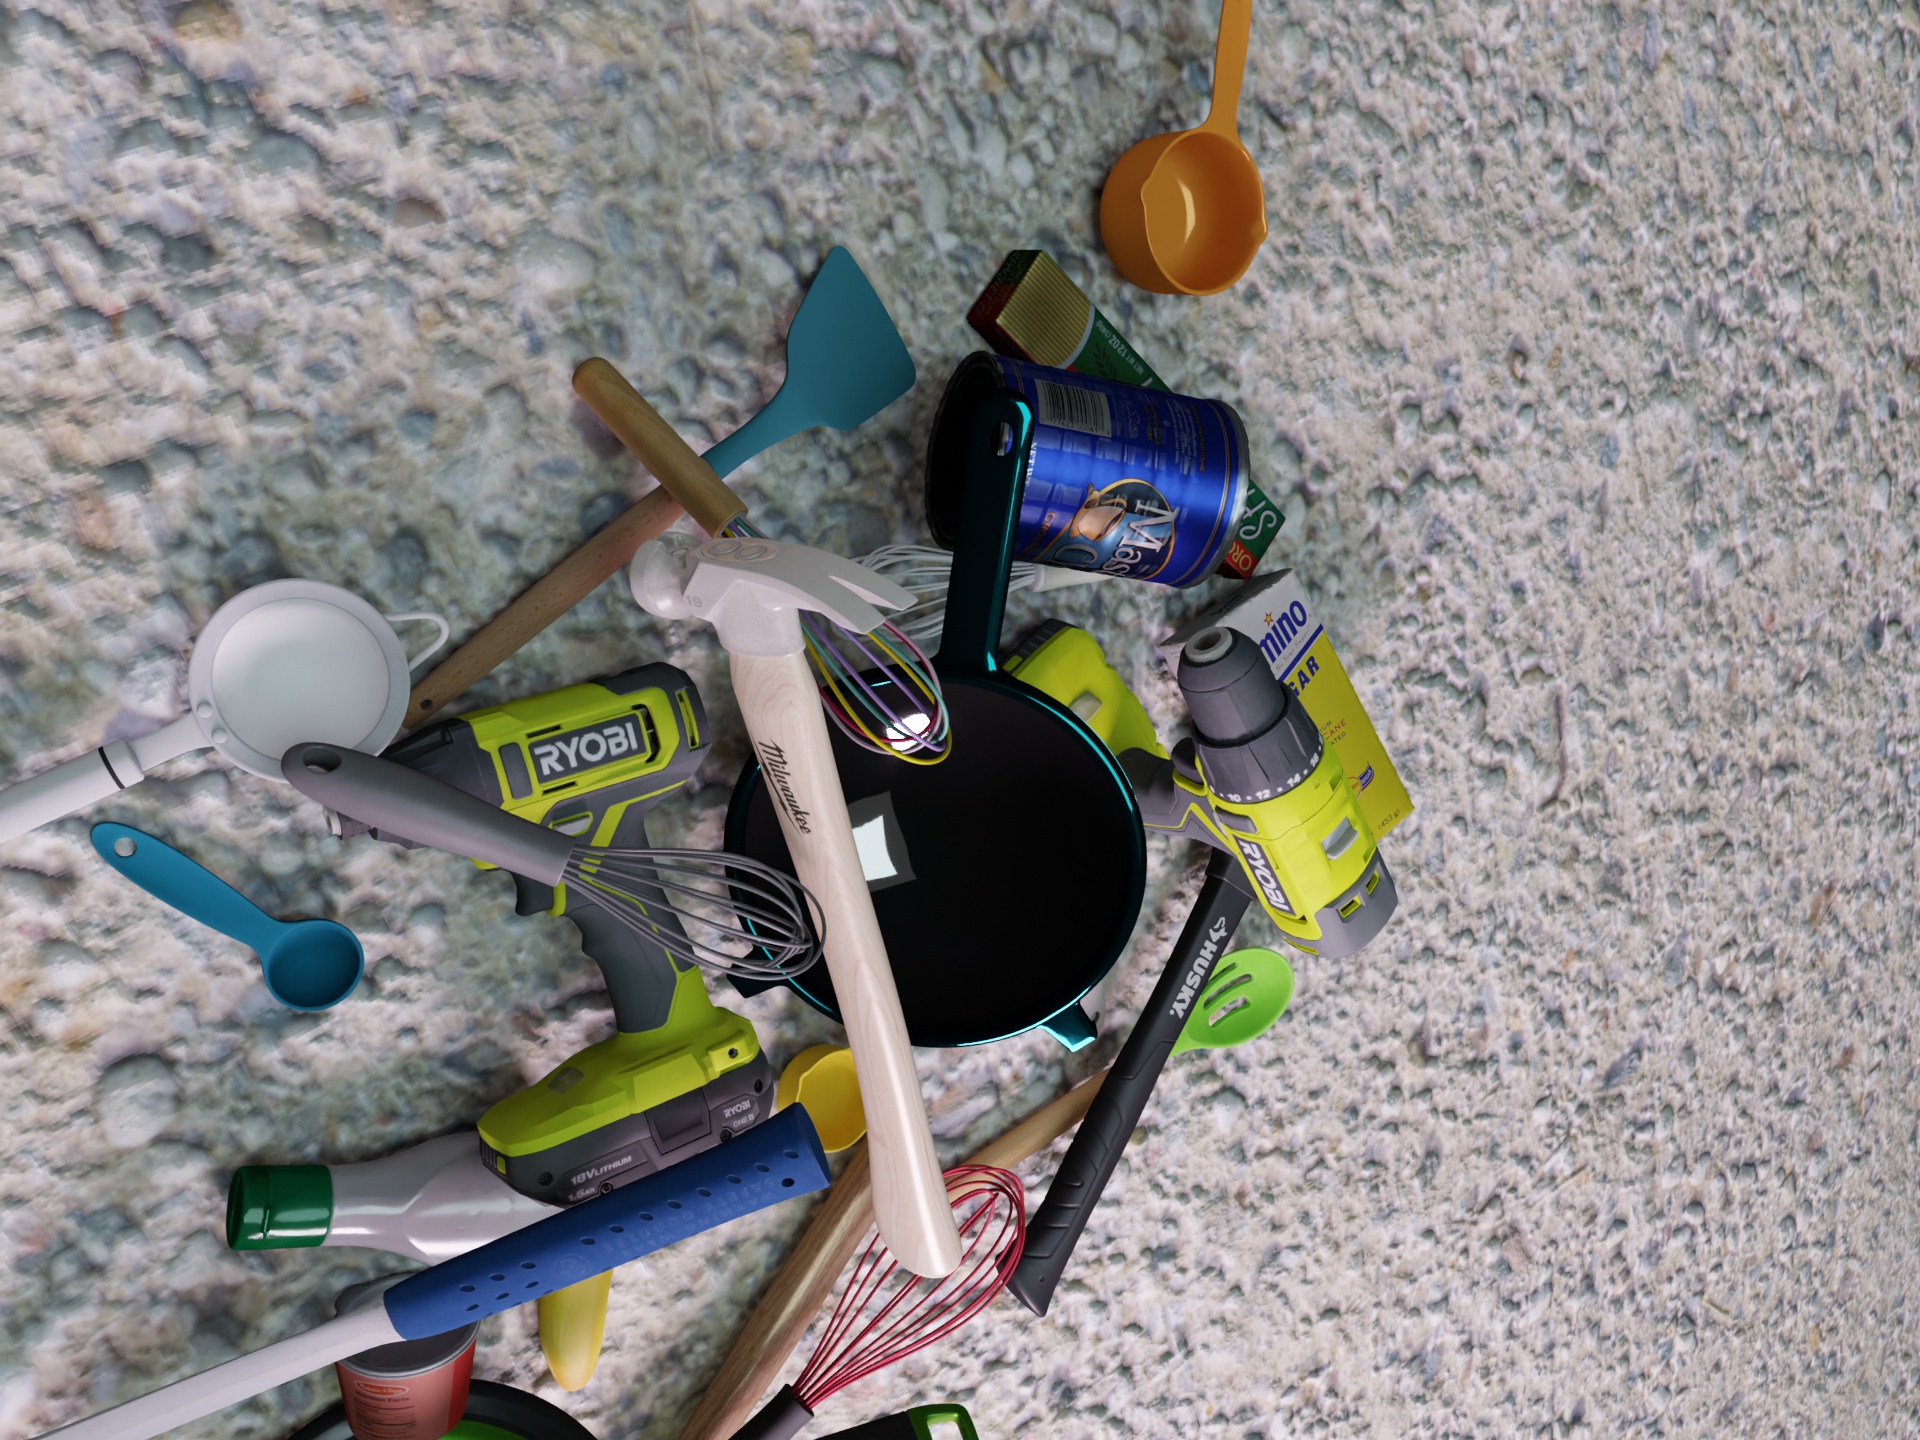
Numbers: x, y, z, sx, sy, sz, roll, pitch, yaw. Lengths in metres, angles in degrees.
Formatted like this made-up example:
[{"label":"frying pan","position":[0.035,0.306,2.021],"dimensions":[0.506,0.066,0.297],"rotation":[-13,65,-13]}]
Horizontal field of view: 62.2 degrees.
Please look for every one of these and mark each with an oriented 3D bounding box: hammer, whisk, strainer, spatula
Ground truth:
[{"label":"hammer","position":[-0.044,0.109,0.744],"dimensions":[0.038,0.146,0.410],"rotation":[-35,125,-37]},{"label":"whisk","position":[0.032,-0.081,0.880],"dimensions":[0.246,0.058,0.059],"rotation":[-13,144,-35]},{"label":"whisk","position":[-0.073,0.358,0.870],"dimensions":[0.296,0.073,0.073],"rotation":[-43,122,-12]},{"label":"strainer","position":[-0.001,-0.003,0.804],"dimensions":[0.211,0.095,0.340],"rotation":[9,110,1]},{"label":"hammer","position":[0.118,0.209,0.986],"dimensions":[0.146,0.035,0.335],"rotation":[34,78,-23]},{"label":"hammer","position":[-0.120,0.370,0.892],"dimensions":[0.129,0.031,0.331],"rotation":[41,77,-34]},{"label":"strainer","position":[-0.334,0.012,0.648],"dimensions":[0.258,0.050,0.086],"rotation":[-28,106,-20]},{"label":"hammer","position":[-0.249,0.262,0.681],"dimensions":[0.405,0.035,0.144],"rotation":[-21,118,-3]},{"label":"spatula","position":[-0.143,-0.105,0.763],"dimensions":[0.317,0.044,0.082],"rotation":[-42,122,-14]},{"label":"whisk","position":[-0.090,-0.073,0.718],"dimensions":[0.047,0.051,0.245],"rotation":[-41,86,-24]},{"label":"whisk","position":[-0.169,0.057,0.678],"dimensions":[0.239,0.055,0.055],"rotation":[22,89,-14]}]

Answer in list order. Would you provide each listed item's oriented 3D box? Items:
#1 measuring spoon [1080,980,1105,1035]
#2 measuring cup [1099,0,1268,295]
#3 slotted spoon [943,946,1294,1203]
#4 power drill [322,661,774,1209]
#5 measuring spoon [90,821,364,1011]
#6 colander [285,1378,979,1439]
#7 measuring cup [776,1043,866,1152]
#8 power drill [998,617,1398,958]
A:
[{"label":"measuring spoon","position":[0.081,0.144,0.982],"dimensions":[0.034,0.018,0.124],"rotation":[-21,114,-29]},{"label":"measuring cup","position":[0.126,-0.321,0.876],"dimensions":[0.095,0.052,0.173],"rotation":[4,98,-35]},{"label":"slotted spoon","position":[0.087,0.232,1.005],"dimensions":[0.314,0.031,0.070],"rotation":[-28,114,-24]},{"label":"power drill","position":[-0.183,0.100,0.737],"dimensions":[0.171,0.080,0.223],"rotation":[-18,98,-31]},{"label":"measuring spoon","position":[-0.319,0.081,0.694],"dimensions":[0.128,0.021,0.042],"rotation":[41,78,-25]},{"label":"colander","position":[-0.179,0.421,0.783],"dimensions":[0.397,0.205,0.094],"rotation":[-6,137,-24]},{"label":"measuring cup","position":[-0.054,0.166,0.897],"dimensions":[0.062,0.029,0.156],"rotation":[43,65,-34]},{"label":"power drill","position":[0.110,0.017,0.839],"dimensions":[0.080,0.229,0.190],"rotation":[-43,122,-19]}]
